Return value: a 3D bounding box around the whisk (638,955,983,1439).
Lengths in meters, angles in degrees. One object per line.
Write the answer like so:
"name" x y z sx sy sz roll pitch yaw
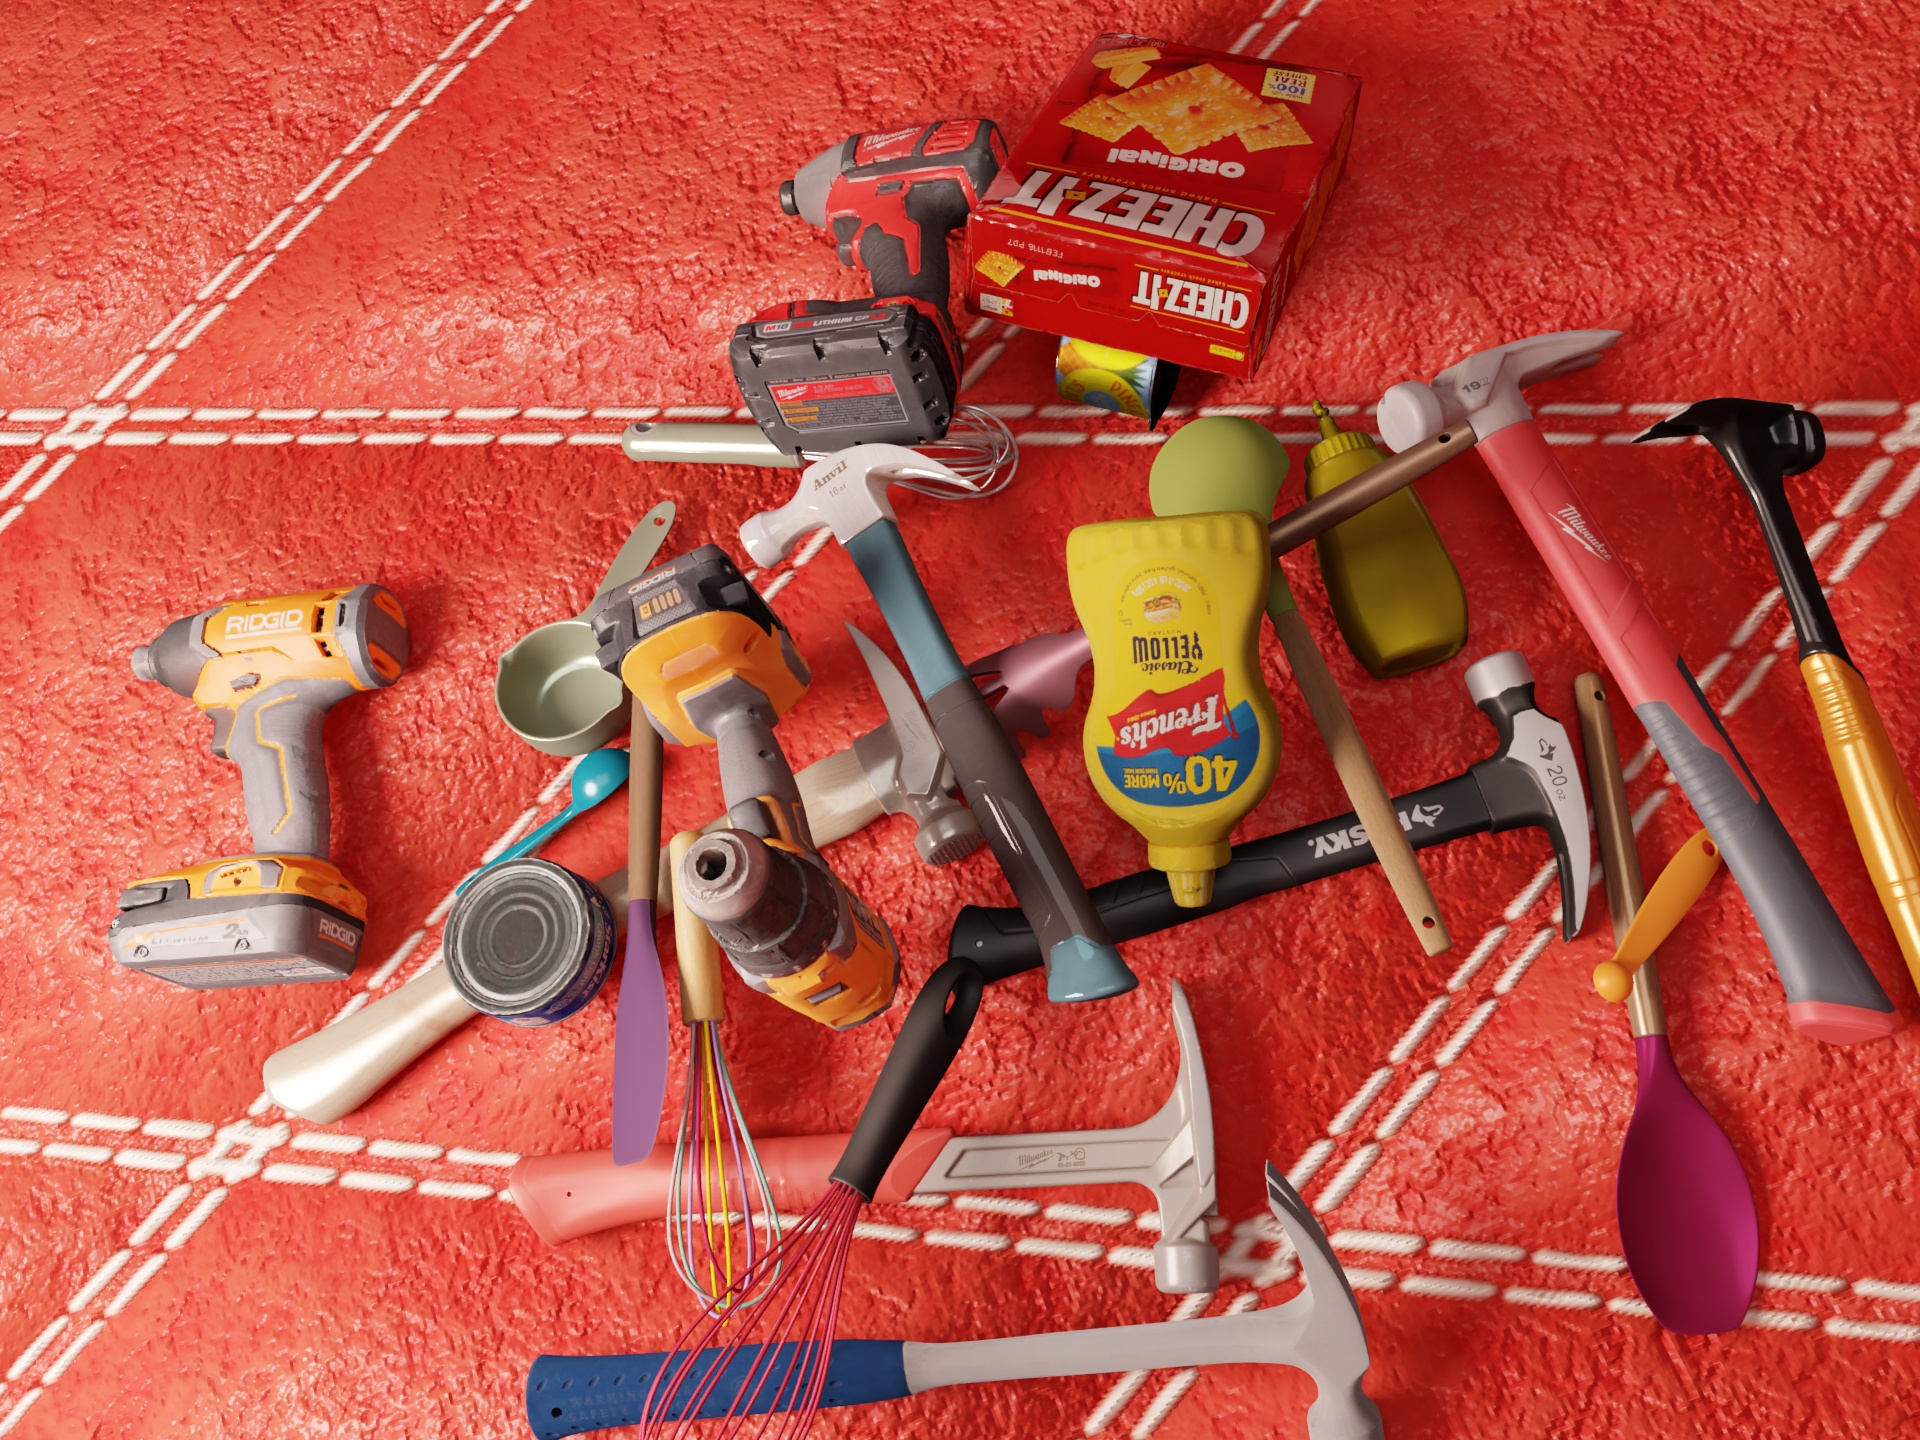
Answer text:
"whisk" -0.061 0.234 0.734 0.073 0.073 0.296 22 61 16

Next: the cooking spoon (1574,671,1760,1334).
"cooking spoon" 0.331 0.128 0.773 0.068 0.017 0.319 0 72 -6

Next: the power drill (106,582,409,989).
"power drill" -0.411 0.034 0.910 0.164 0.084 0.227 -5 67 9

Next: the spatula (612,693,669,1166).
"spatula" -0.166 0.071 0.838 0.060 0.018 0.316 -30 55 46

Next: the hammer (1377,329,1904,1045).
"hammer" 0.361 -0.026 0.798 0.143 0.038 0.387 -20 72 -16

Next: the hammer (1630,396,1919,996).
"hammer" 0.424 -0.001 0.765 0.127 0.034 0.337 -3 72 -33

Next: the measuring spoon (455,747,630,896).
"measuring spoon" -0.238 0.054 0.891 0.128 0.042 0.021 -36 109 4

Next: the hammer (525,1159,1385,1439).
"hammer" -0.015 0.300 0.754 0.405 0.035 0.144 -9 99 11

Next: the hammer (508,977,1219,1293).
"hammer" -0.052 0.217 0.806 0.359 0.036 0.149 -5 72 8

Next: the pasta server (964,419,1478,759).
"pasta server" 0.117 -0.065 0.815 0.316 0.040 0.060 -29 68 18

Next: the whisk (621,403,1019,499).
"whisk" -0.086 -0.159 0.931 0.246 0.059 0.058 4 37 16

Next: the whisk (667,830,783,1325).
"whisk" -0.124 0.171 0.791 0.051 0.047 0.245 -12 68 8

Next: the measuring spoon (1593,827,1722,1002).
"measuring spoon" 0.342 0.091 0.770 0.021 0.011 0.117 44 68 5

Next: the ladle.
"ladle" 0.178 -0.026 0.817 0.078 0.062 0.320 -23 66 8

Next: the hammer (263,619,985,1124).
"hammer" -0.197 0.096 0.872 0.410 0.038 0.146 -28 68 1

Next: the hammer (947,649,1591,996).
"hammer" 0.152 0.081 0.812 0.335 0.035 0.146 -18 69 5

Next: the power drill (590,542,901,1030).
"power drill" -0.107 0.027 0.761 0.084 0.185 0.226 -25 64 4

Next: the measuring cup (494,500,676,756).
"measuring cup" -0.204 -0.053 0.924 0.083 0.038 0.168 19 67 17

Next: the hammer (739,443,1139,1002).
"hammer" -0.001 -0.003 0.818 0.128 0.033 0.331 -33 69 18

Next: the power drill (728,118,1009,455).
"power drill" -0.054 -0.259 0.915 0.143 0.078 0.220 -1 54 18
